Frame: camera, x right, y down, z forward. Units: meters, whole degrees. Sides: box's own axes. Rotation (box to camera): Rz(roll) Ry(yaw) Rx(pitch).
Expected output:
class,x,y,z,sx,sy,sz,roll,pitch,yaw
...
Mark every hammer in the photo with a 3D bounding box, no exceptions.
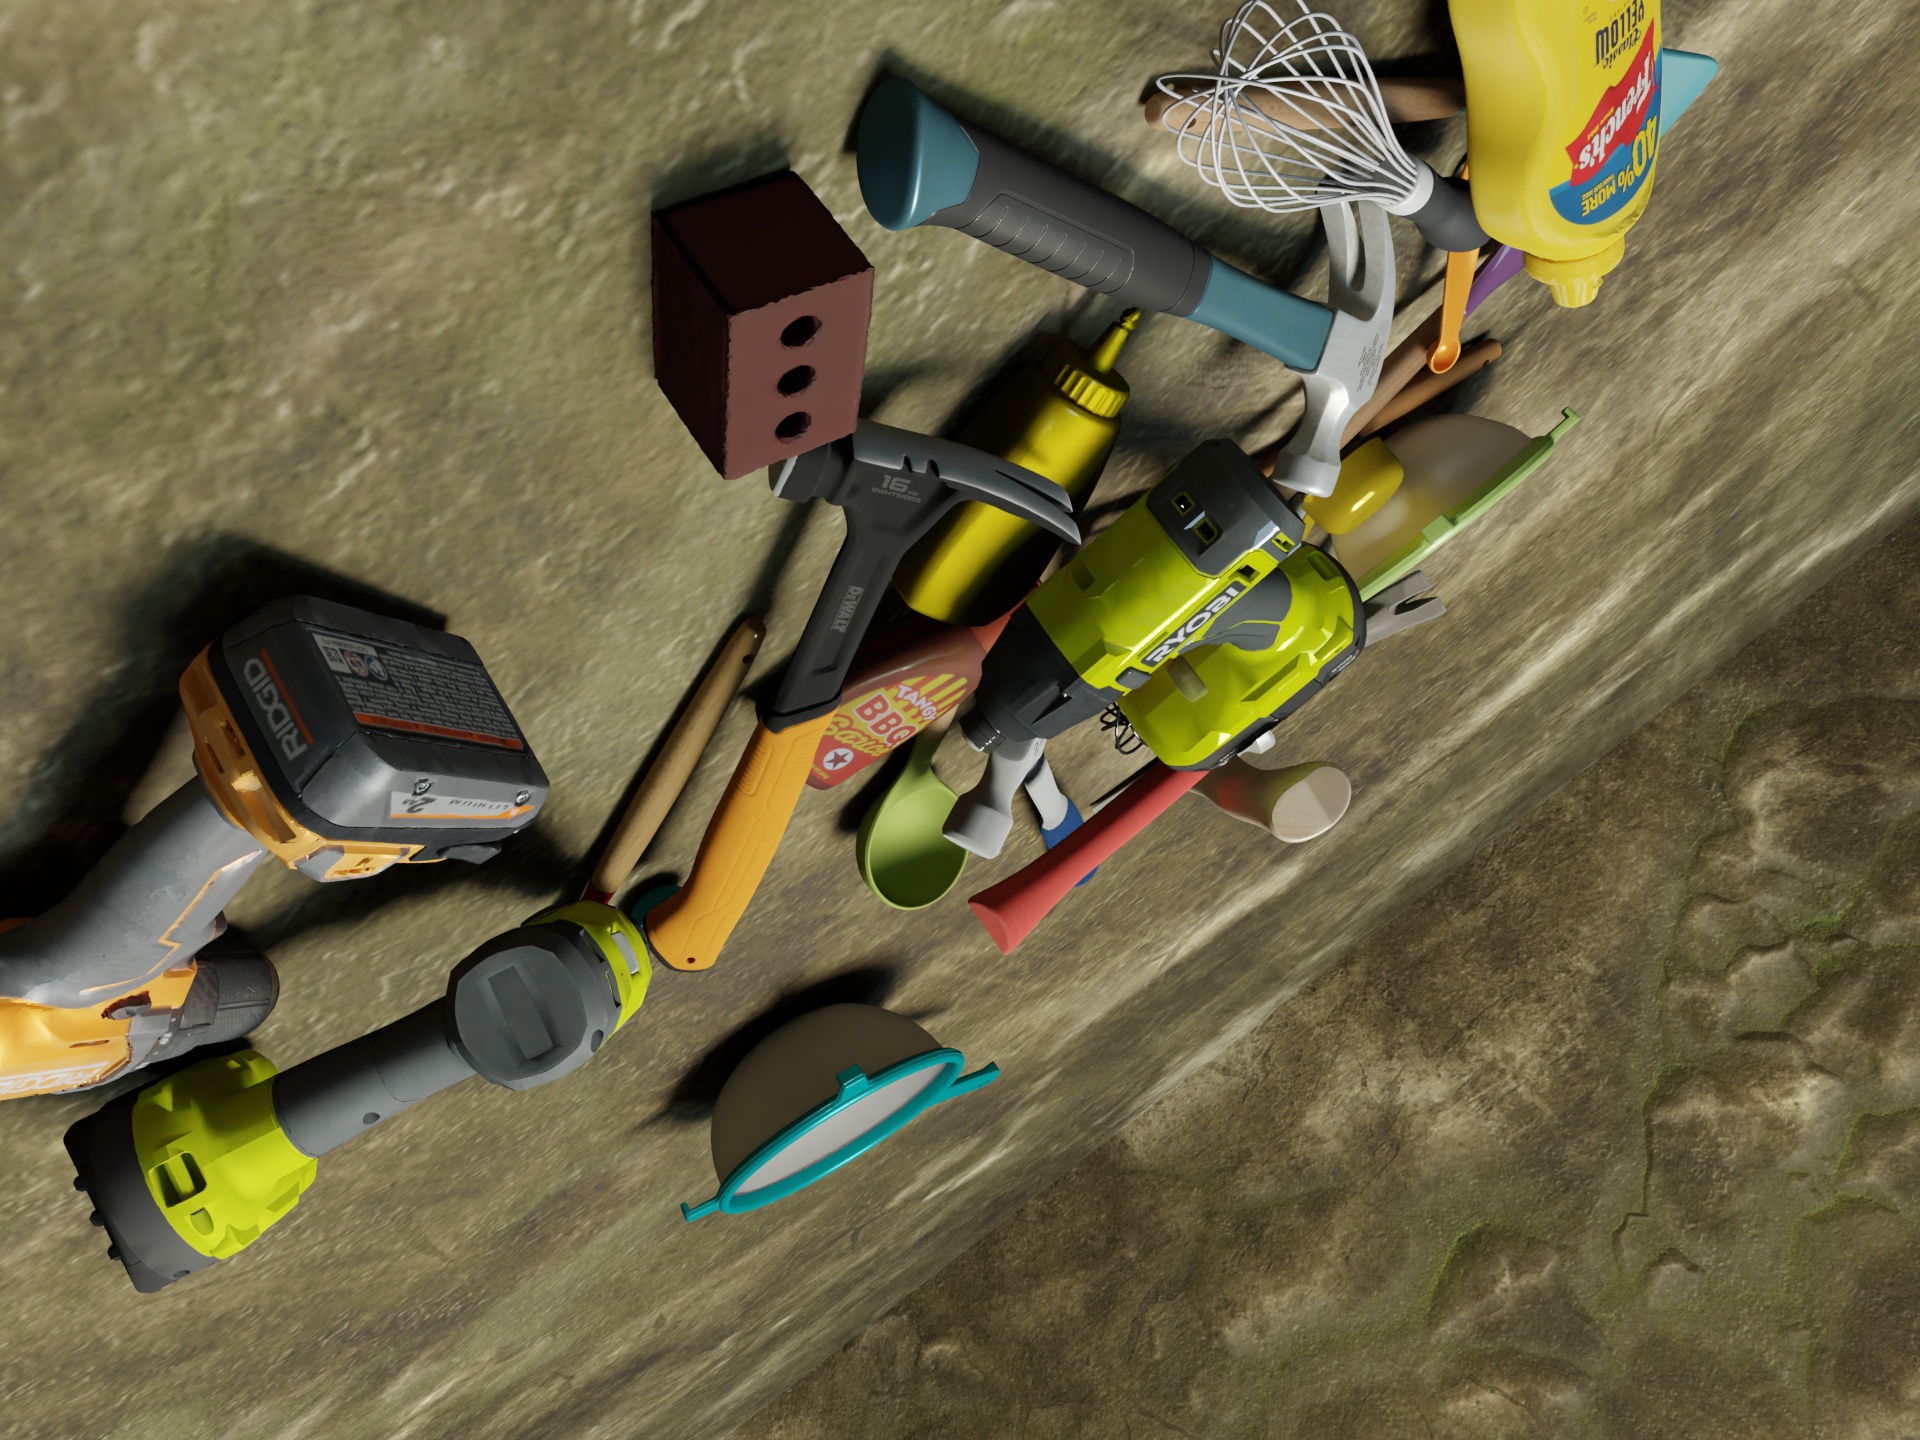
class,x,y,z,sx,sy,sz,roll,pitch,yaw
hammer,-0.071,0.009,0.720,0.127,0.034,0.336,11,133,-22
hammer,0.143,0.023,0.948,0.359,0.037,0.149,-35,-179,-33
hammer,0.167,0.046,1.019,0.146,0.038,0.410,-33,-179,1
hammer,0.081,-0.173,0.622,0.330,0.033,0.128,3,108,-50
hammer,0.064,0.053,1.048,0.144,0.035,0.405,-62,165,-9

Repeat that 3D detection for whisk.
class,x,y,z,sx,sy,sz,roll,pitch,yaw
whisk,0.136,-0.023,0.988,0.055,0.055,0.239,-47,172,23
whisk,0.159,-0.212,0.609,0.070,0.070,0.284,-49,159,28

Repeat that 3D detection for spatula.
class,x,y,z,sx,sy,sz,roll,pitch,yaw
spatula,0.198,-0.254,0.665,0.317,0.044,0.082,-18,160,-35
spatula,0.188,-0.138,0.885,0.322,0.041,0.081,-30,151,-18
spatula,0.243,-0.197,0.838,0.316,0.018,0.059,-45,157,1

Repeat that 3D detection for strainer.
class,x,y,z,sx,sy,sz,roll,pitch,yaw
strainer,-0.076,0.276,1.254,0.211,0.095,0.340,-43,159,22
strainer,0.257,-0.124,1.004,0.151,0.069,0.256,-38,178,-28

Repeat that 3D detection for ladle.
class,x,y,z,sx,sy,sz,roll,pitch,yaw
ladle,-0.167,0.065,0.787,0.069,0.031,0.315,-4,140,-45
ladle,-0.001,-0.003,0.859,0.078,0.062,0.320,-26,153,-32

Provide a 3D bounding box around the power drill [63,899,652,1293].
class,x,y,z,sx,sy,sz,roll,pitch,yaw
power drill,-0.244,0.148,0.703,0.228,0.080,0.190,-26,-179,-2

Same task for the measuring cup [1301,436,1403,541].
class,x,y,z,sx,sy,sz,roll,pitch,yaw
measuring cup,0.210,-0.105,0.926,0.062,0.029,0.156,-34,164,-26

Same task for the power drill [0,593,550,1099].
class,x,y,z,sx,sy,sz,roll,pitch,yaw
power drill,-0.260,0.059,0.572,0.226,0.084,0.185,-36,166,10

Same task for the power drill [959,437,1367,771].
class,x,y,z,sx,sy,sz,roll,pitch,yaw
power drill,0.102,-0.039,0.759,0.171,0.080,0.223,-41,159,17

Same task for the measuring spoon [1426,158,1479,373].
class,x,y,z,sx,sy,sz,roll,pitch,yaw
measuring spoon,0.246,-0.228,0.791,0.021,0.011,0.116,-22,133,-22

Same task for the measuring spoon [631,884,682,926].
class,x,y,z,sx,sy,sz,roll,pitch,yaw
measuring spoon,-0.194,0.126,0.890,0.128,0.021,0.042,-37,159,26
